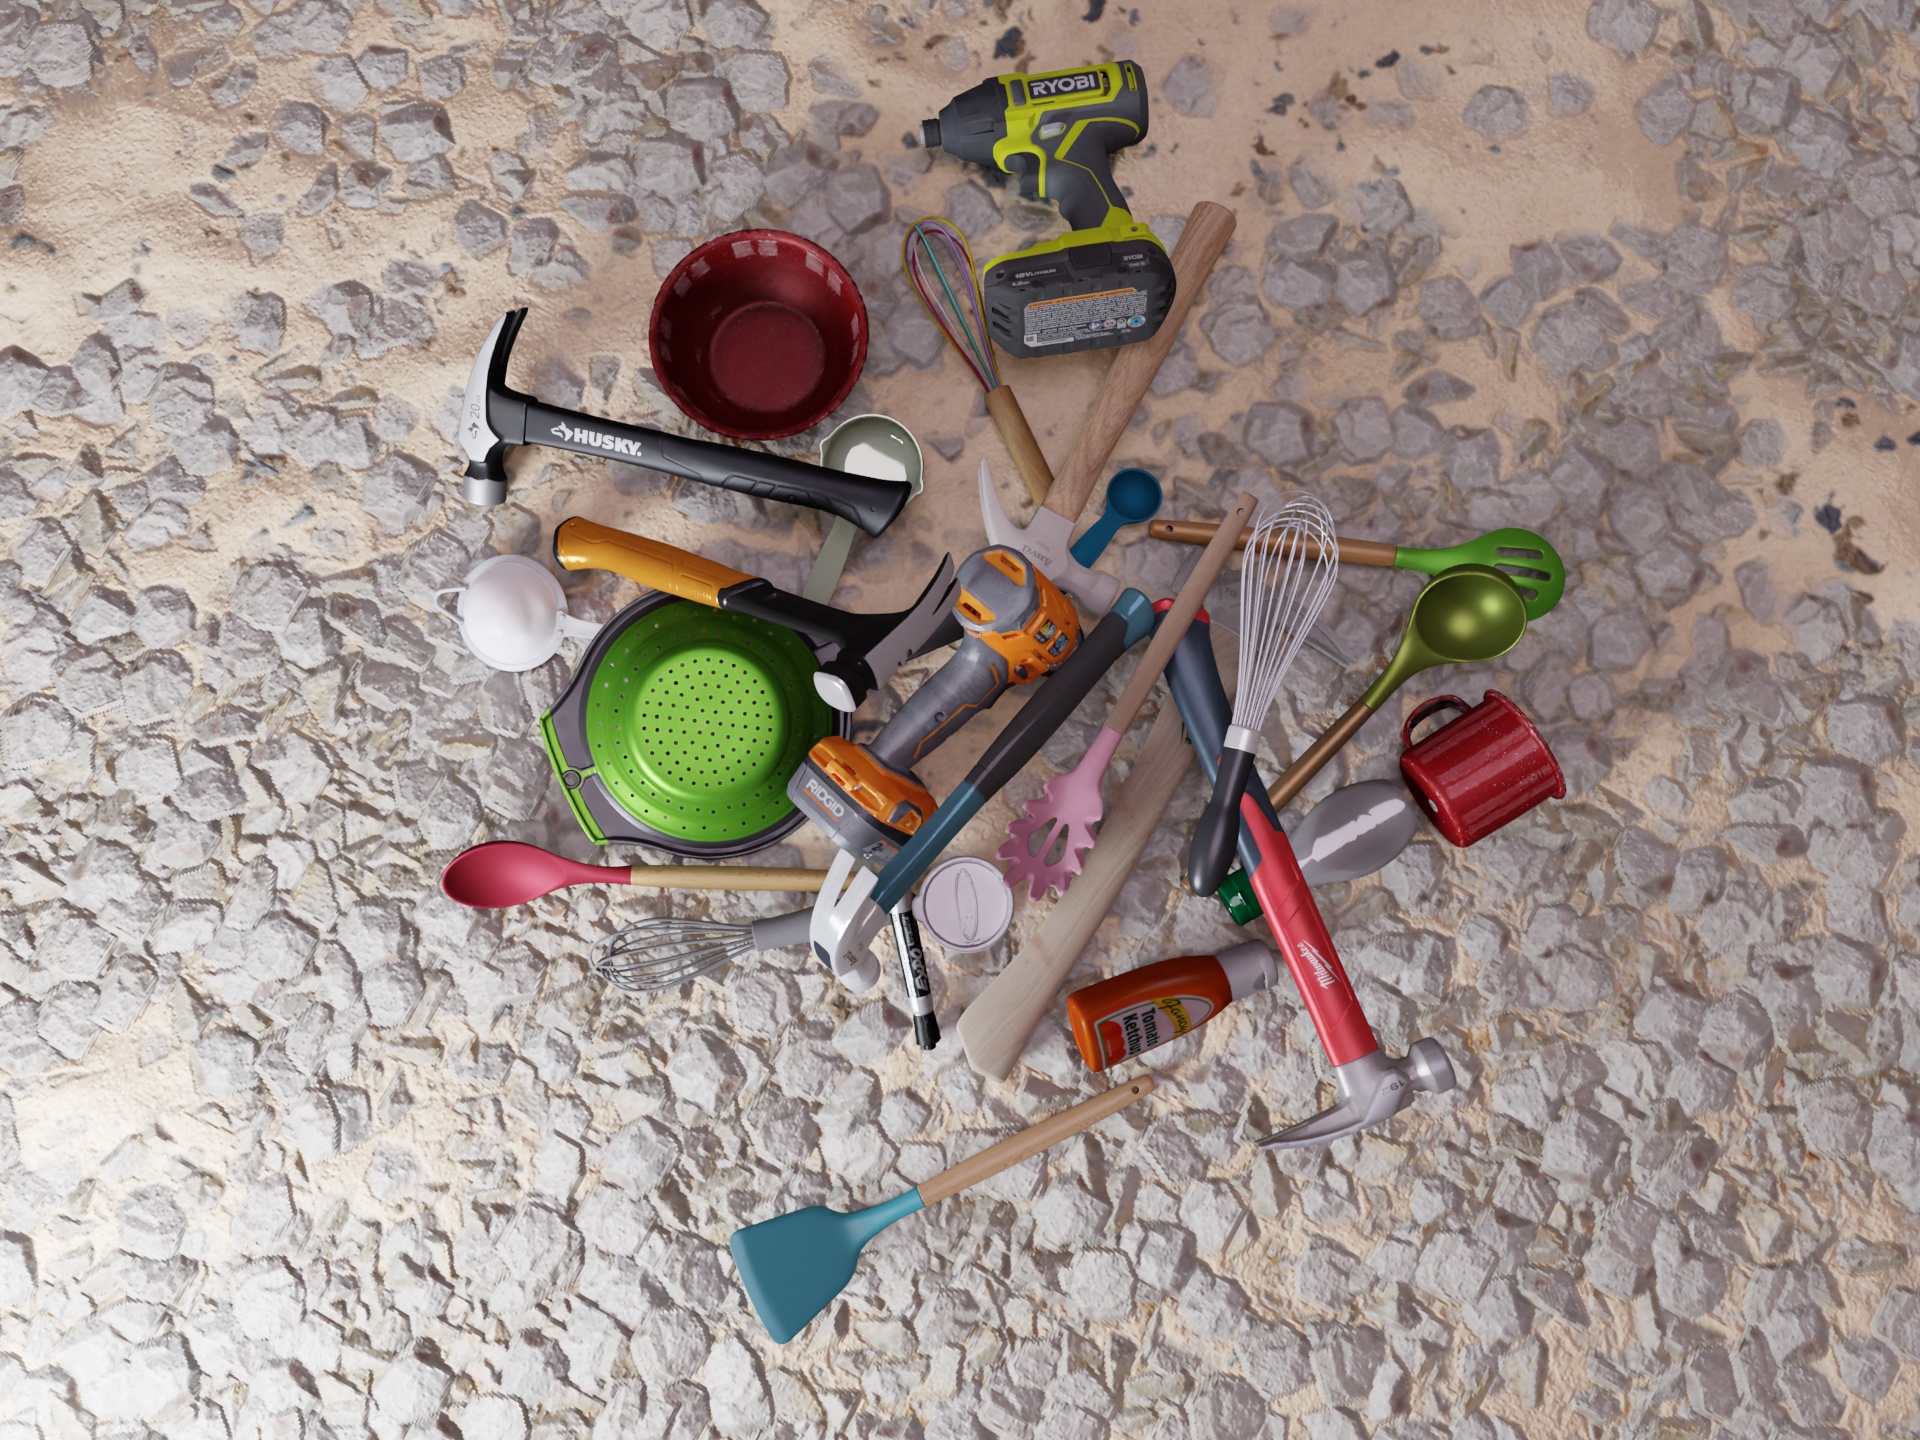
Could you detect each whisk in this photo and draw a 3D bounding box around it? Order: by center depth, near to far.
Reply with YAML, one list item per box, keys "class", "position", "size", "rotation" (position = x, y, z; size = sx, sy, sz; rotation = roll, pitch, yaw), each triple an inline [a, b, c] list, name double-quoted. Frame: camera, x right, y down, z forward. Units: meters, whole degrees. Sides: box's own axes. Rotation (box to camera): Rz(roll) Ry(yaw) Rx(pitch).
- class: "whisk"
  position: [0.201, -0.018, 1.078]
  size: [0.070, 0.070, 0.284]
  rotation: [15, 89, 2]
- class: "whisk"
  position: [-0.147, 0.152, 1.142]
  size: [0.239, 0.055, 0.055]
  rotation: [-11, 84, -6]
- class: "whisk"
  position: [0.020, -0.268, 1.193]
  size: [0.047, 0.051, 0.245]
  rotation: [-25, 87, -8]

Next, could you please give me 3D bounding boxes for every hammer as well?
- class: "hammer"
  position: [0.018, 0.039, 1.077]
  size: [0.033, 0.128, 0.331]
  rotation: [37, 77, 24]
- class: "hammer"
  position: [-0.159, -0.097, 1.092]
  size: [0.337, 0.034, 0.127]
  rotation: [19, 53, 35]
- class: "hammer"
  position: [0.199, 0.099, 1.107]
  size: [0.143, 0.038, 0.386]
  rotation: [-22, 83, -2]
- class: "hammer"
  position: [-0.198, -0.195, 1.141]
  size: [0.335, 0.035, 0.146]
  rotation: [14, 113, 7]
- class: "hammer"
  position: [0.130, 0.082, 1.155]
  size: [0.146, 0.038, 0.410]
  rotation: [31, 85, 2]
- class: "hammer"
  position: [0.119, -0.246, 1.176]
  size: [0.130, 0.031, 0.331]
  rotation: [28, 77, -3]

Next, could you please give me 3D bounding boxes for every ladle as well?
- class: "ladle"
  position: [0.279, 0.011, 1.146]
  size: [0.320, 0.062, 0.078]
  rotation: [-45, 104, 1]
- class: "ladle"
  position: [-0.212, 0.113, 1.150]
  size: [0.315, 0.069, 0.031]
  rotation: [2, 45, -4]

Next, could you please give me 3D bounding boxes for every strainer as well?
- class: "strainer"
  position: [-0.267, -0.067, 1.171]
  size: [0.258, 0.050, 0.087]
  rotation: [10, 99, -2]

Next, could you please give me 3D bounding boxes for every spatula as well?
- class: "spatula"
  position: [-0.004, 0.327, 1.122]
  size: [0.317, 0.044, 0.082]
  rotation: [-26, 81, -4]

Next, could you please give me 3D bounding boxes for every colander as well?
- class: "colander"
  position: [-0.102, -0.032, 1.127]
  size: [0.397, 0.094, 0.204]
  rotation: [-24, 94, -6]

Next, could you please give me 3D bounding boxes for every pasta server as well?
- class: "pasta server"
  position: [0.120, -0.017, 1.099]
  size: [0.060, 0.040, 0.316]
  rotation: [30, 99, 6]

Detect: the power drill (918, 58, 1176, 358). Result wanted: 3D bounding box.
- class: "power drill"
  position: [0.065, -0.382, 1.168]
  size: [0.171, 0.080, 0.223]
  rotation: [-8, 64, 0]

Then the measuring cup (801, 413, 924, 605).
- class: "measuring cup"
  position: [-0.082, -0.147, 1.187]
  size: [0.083, 0.038, 0.167]
  rotation: [24, 99, 1]

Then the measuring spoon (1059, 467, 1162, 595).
- class: "measuring spoon"
  position: [0.101, -0.134, 1.183]
  size: [0.042, 0.021, 0.128]
  rotation: [40, 81, 5]

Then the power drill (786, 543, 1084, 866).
- class: "power drill"
  position: [-0.002, -0.004, 1.116]
  size: [0.084, 0.164, 0.226]
  rotation: [41, 94, 27]

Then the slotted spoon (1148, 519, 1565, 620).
- class: "slotted spoon"
  position: [0.297, -0.123, 1.184]
  size: [0.314, 0.031, 0.070]
  rotation: [7, 88, 2]
